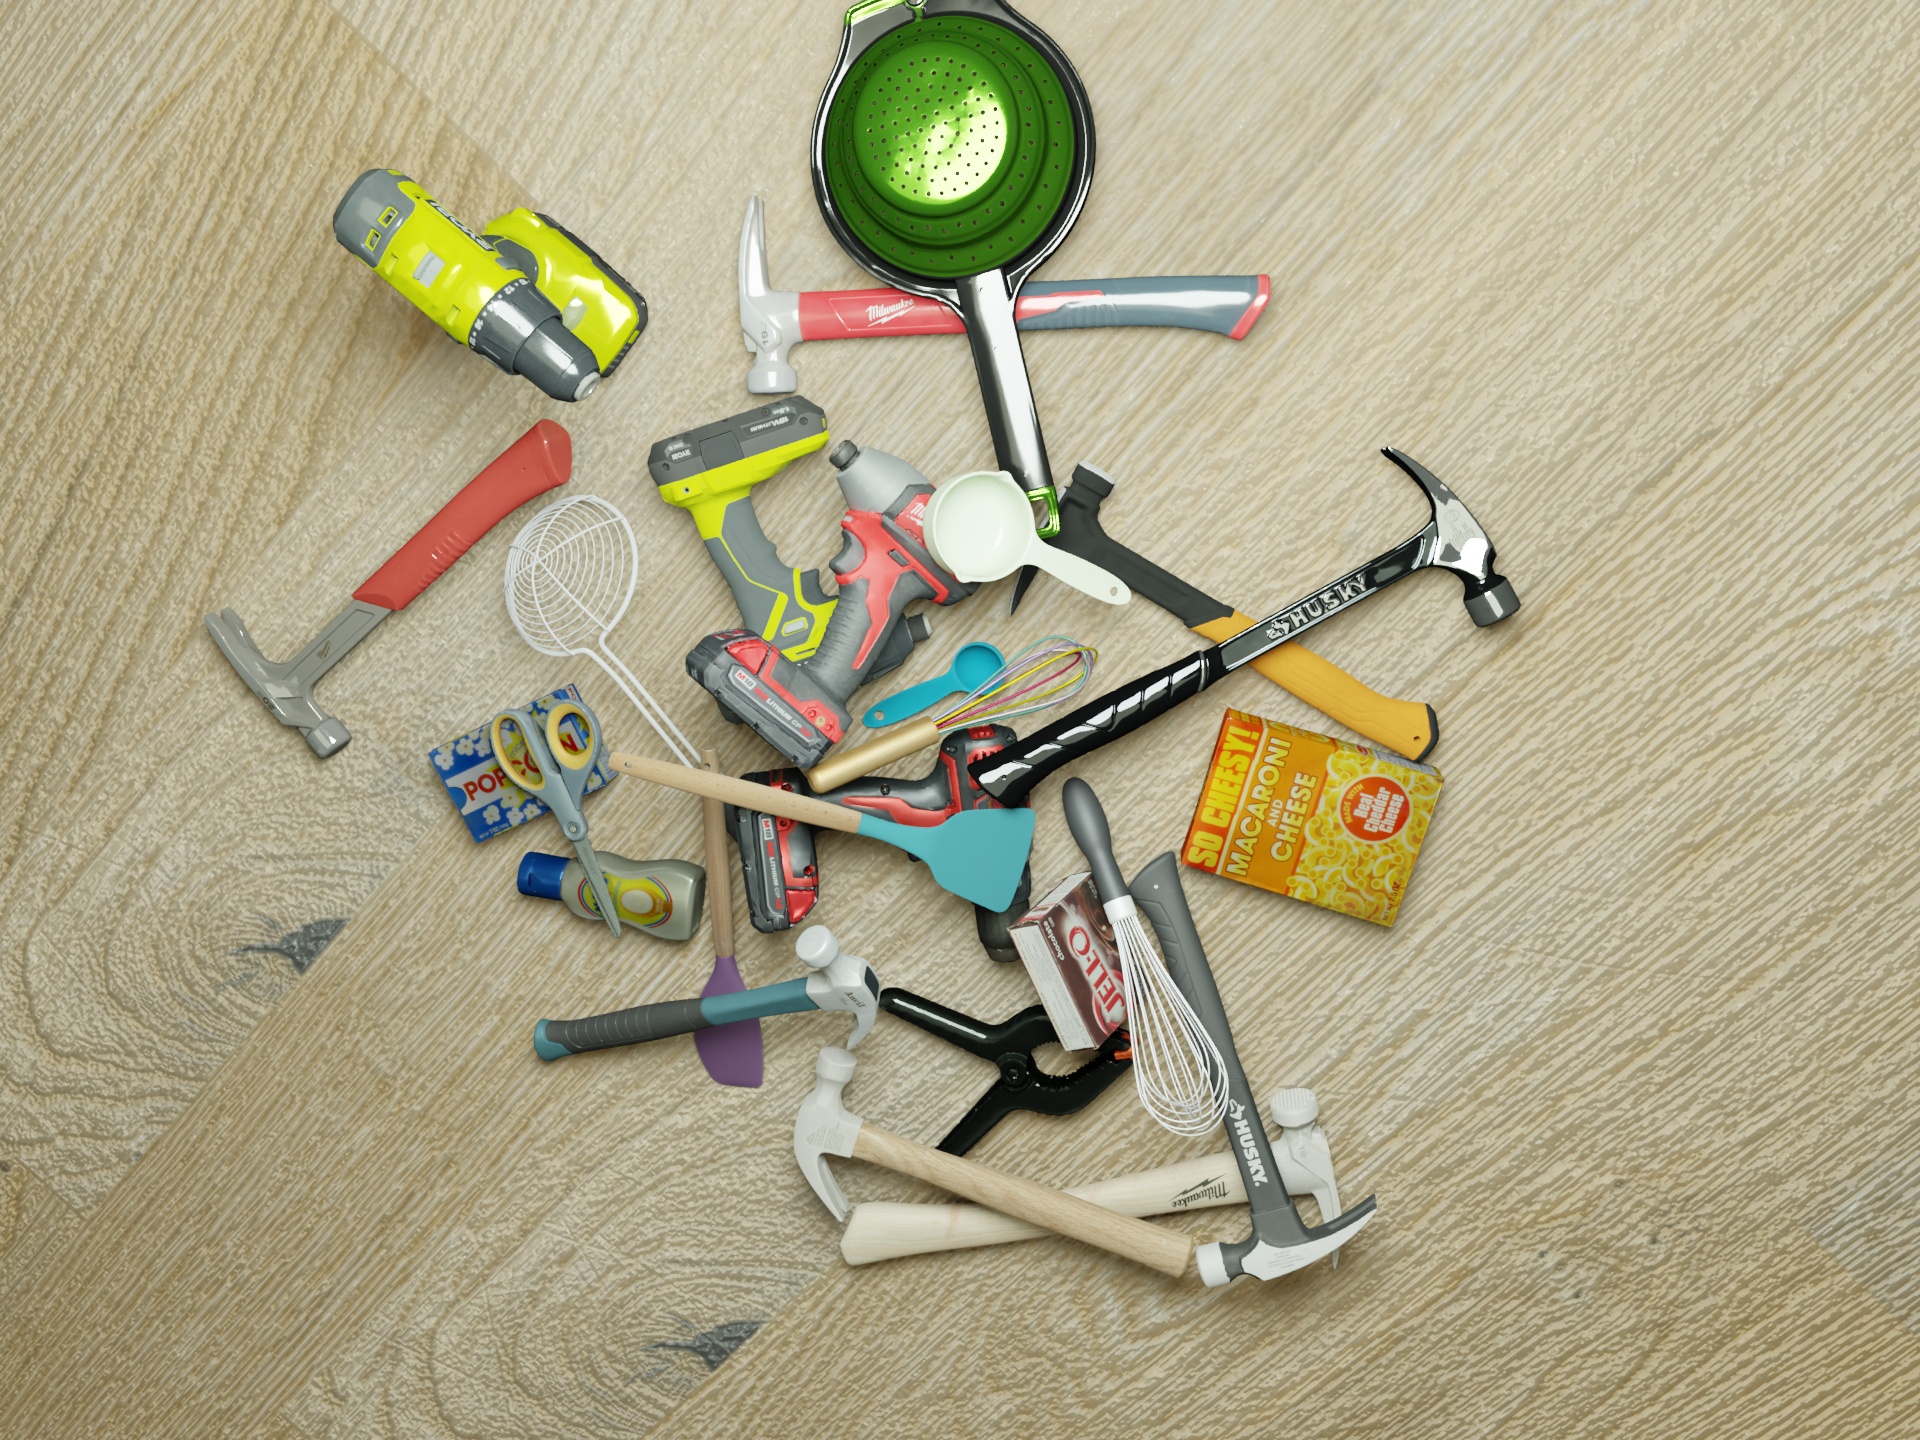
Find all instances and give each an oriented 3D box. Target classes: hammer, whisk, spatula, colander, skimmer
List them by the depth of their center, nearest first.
[{"bbox_3d":[0.008,-0.317,1.095,0.204,0.094,0.397,-13,97,10],"label":"colander"},{"bbox_3d":[0.190,-0.050,1.158,0.409,0.036,0.149,-28,93,6],"label":"hammer"},{"bbox_3d":[0.029,-0.317,1.160,0.386,0.038,0.143,-1,100,8],"label":"hammer"},{"bbox_3d":[-0.100,0.069,1.167,0.317,0.044,0.082,15,95,-7],"label":"spatula"},{"bbox_3d":[-0.002,-0.005,1.177,0.245,0.047,0.051,-24,94,-19],"label":"whisk"},{"bbox_3d":[0.203,-0.058,1.194,0.337,0.034,0.127,30,103,0],"label":"hammer"},{"bbox_3d":[0.133,0.174,1.203,0.070,0.070,0.285,-23,73,12],"label":"whisk"},{"bbox_3d":[0.207,0.263,1.233,0.146,0.035,0.335,-19,88,13],"label":"hammer"},{"bbox_3d":[-0.437,-0.121,1.238,0.359,0.037,0.149,-36,95,23],"label":"hammer"},{"bbox_3d":[-0.228,-0.011,1.265,0.127,0.090,0.363,-31,107,19],"label":"skimmer"},{"bbox_3d":[-0.210,0.233,1.267,0.331,0.033,0.128,-15,135,26],"label":"hammer"},{"bbox_3d":[0.024,0.377,1.277,0.331,0.031,0.130,19,102,6],"label":"hammer"},{"bbox_3d":[-0.193,0.164,1.278,0.060,0.018,0.315,4,114,9],"label":"spatula"},{"bbox_3d":[0.103,0.408,1.308,0.410,0.038,0.146,-13,101,11],"label":"hammer"}]

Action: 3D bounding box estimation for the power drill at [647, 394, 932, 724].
[{"bbox_3d":[-0.131,-0.125,1.204,0.171,0.080,0.223,-18,103,3],"label":"power drill"}]

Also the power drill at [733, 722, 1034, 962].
[{"bbox_3d":[-0.052,0.108,1.229,0.226,0.080,0.188,-8,101,-5],"label":"power drill"}]

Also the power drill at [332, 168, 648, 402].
[{"bbox_3d":[-0.304,-0.293,1.111,0.190,0.228,0.080,39,104,-2],"label":"power drill"}]

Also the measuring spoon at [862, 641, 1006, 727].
[{"bbox_3d":[-0.021,-0.026,1.244,0.128,0.021,0.042,-25,102,21],"label":"measuring spoon"}]

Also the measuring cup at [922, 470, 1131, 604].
[{"bbox_3d":[0.047,-0.120,1.134,0.167,0.038,0.083,23,88,-25],"label":"measuring cup"}]

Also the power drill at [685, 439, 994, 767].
[{"bbox_3d":[-0.089,-0.087,1.140,0.143,0.079,0.219,43,83,-21],"label":"power drill"}]
